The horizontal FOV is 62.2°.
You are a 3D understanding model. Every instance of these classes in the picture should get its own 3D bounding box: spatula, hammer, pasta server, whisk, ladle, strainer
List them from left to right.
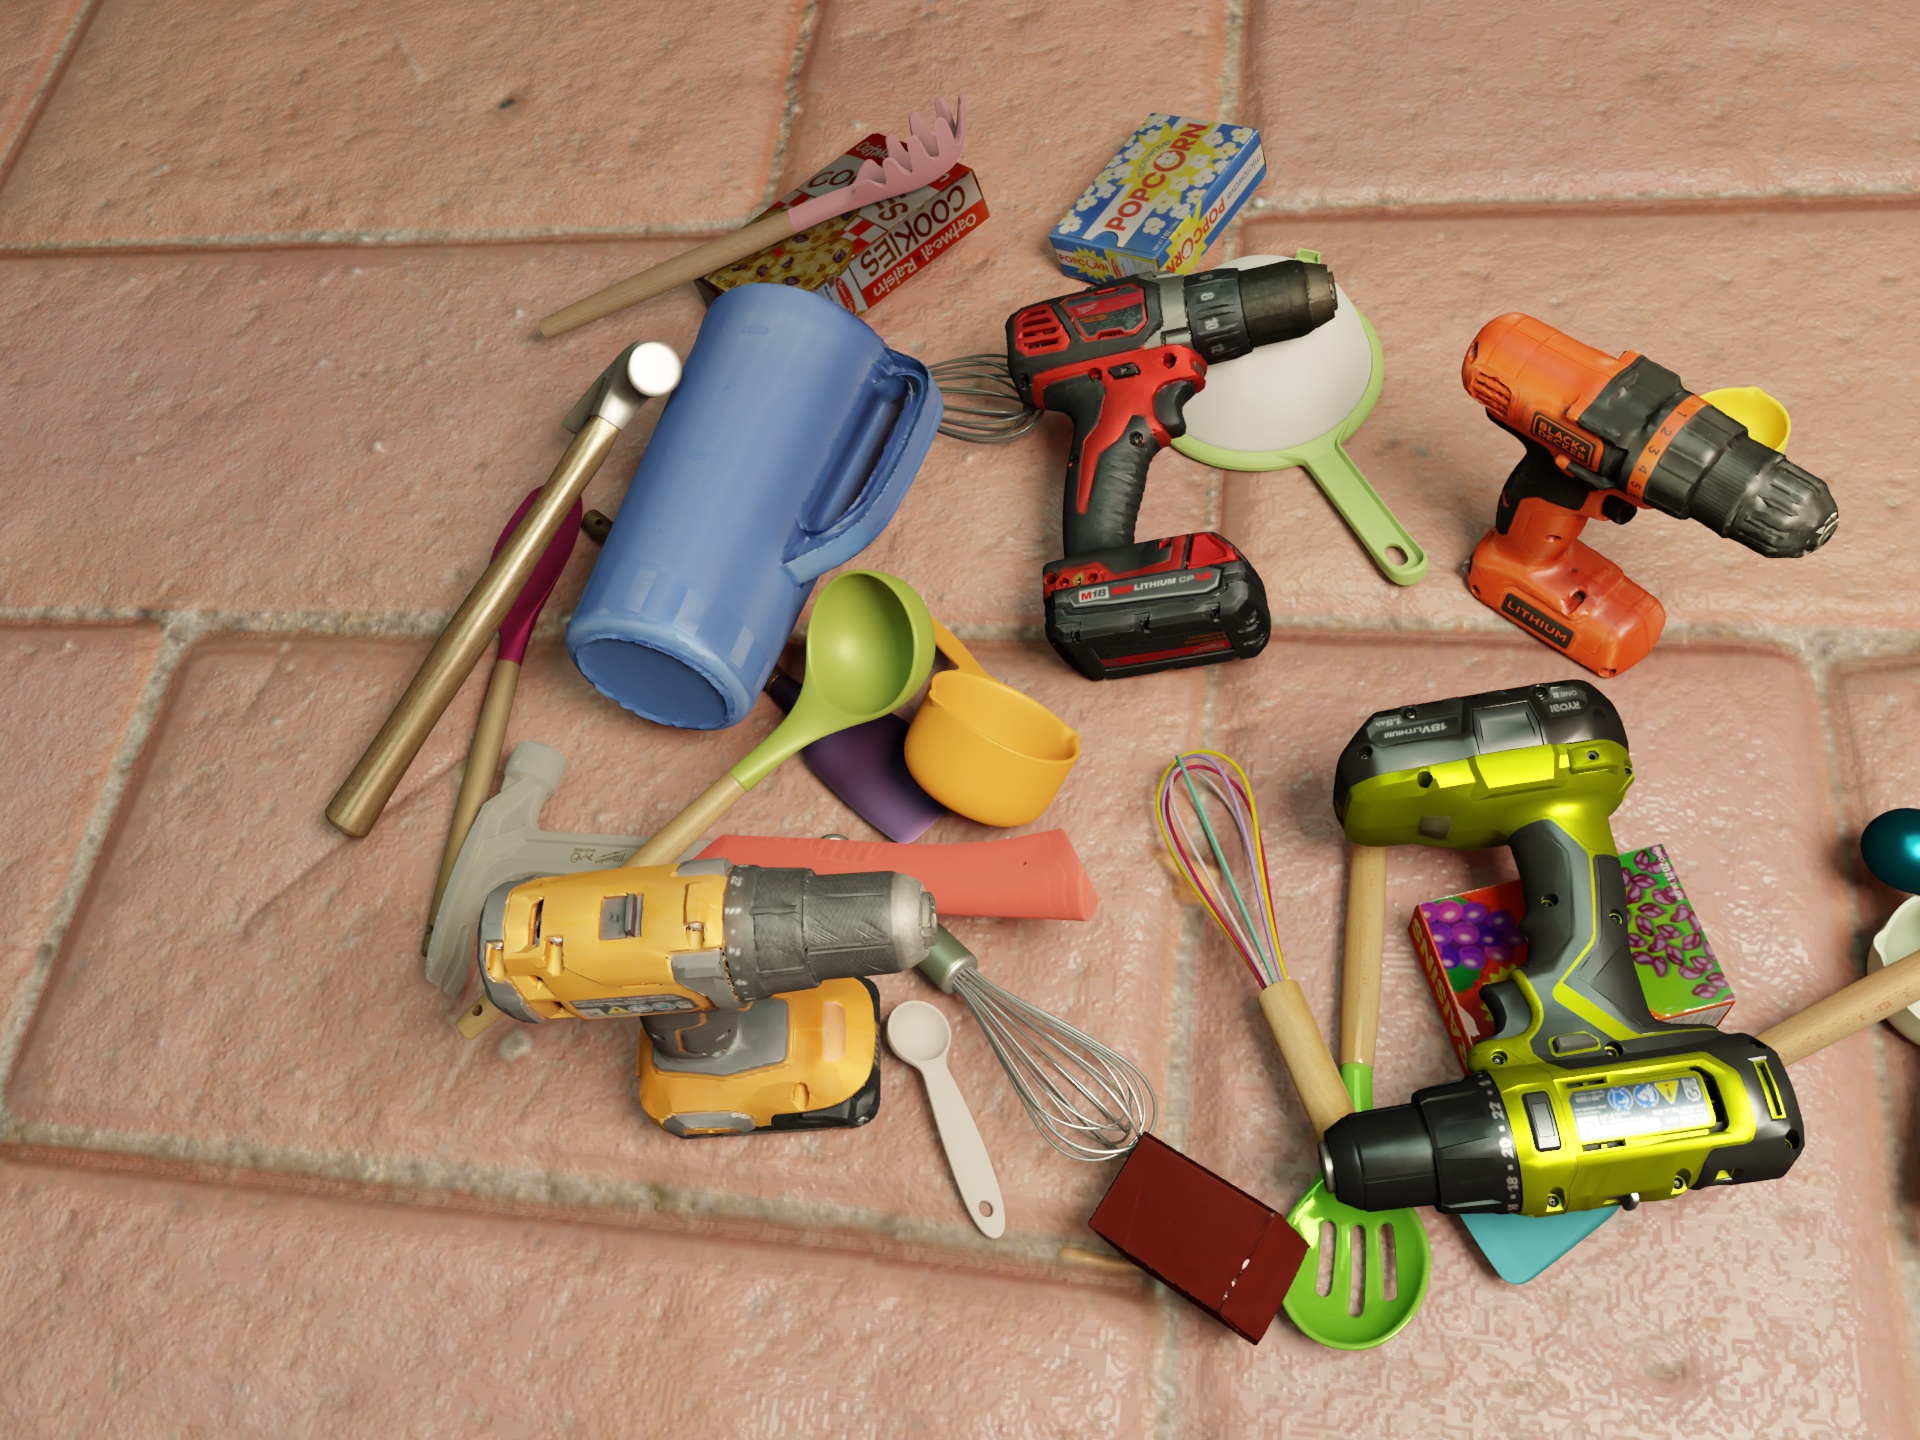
[{"bbox_3d":[-0.270,-0.079,0.932,0.331,0.031,0.130,-58,22,-3],"label":"hammer"},{"bbox_3d":[-0.138,0.045,0.811,0.320,0.062,0.078,-43,62,-7],"label":"ladle"},{"bbox_3d":[-0.136,-0.317,1.021,0.316,0.040,0.060,-19,33,13],"label":"pasta server"},{"bbox_3d":[-0.122,-0.038,0.938,0.316,0.018,0.060,39,70,25],"label":"spatula"},{"bbox_3d":[-0.107,0.086,0.829,0.359,0.036,0.149,2,59,21],"label":"hammer"},{"bbox_3d":[-0.058,-0.210,1.004,0.239,0.055,0.055,9,64,19],"label":"whisk"},{"bbox_3d":[0.005,0.134,0.807,0.058,0.059,0.247,-36,56,-23],"label":"whisk"},{"bbox_3d":[0.150,0.111,0.780,0.047,0.051,0.245,-15,54,-5],"label":"whisk"},{"bbox_3d":[0.200,-0.188,0.931,0.151,0.069,0.257,-25,59,-4],"label":"strainer"},{"bbox_3d":[0.366,0.146,0.712,0.317,0.044,0.082,-32,56,10],"label":"spatula"}]

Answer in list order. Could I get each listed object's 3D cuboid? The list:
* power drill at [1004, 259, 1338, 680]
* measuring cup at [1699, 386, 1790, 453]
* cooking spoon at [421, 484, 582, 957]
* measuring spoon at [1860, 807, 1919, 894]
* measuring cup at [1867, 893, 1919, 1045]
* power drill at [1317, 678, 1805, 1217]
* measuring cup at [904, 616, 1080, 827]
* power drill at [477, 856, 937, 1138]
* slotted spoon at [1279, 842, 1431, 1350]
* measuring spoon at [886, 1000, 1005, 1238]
[{"bbox_3d":[0.123,-0.149,0.883,0.188,0.080,0.227,-9,71,16],"label":"power drill"},{"bbox_3d":[0.395,-0.173,0.919,0.157,0.029,0.062,24,68,34],"label":"measuring cup"},{"bbox_3d":[-0.276,-0.010,0.950,0.069,0.017,0.319,-7,60,25],"label":"cooking spoon"},{"bbox_3d":[0.465,0.089,0.717,0.042,0.021,0.129,-31,60,-7],"label":"measuring spoon"},{"bbox_3d":[0.448,0.158,0.719,0.083,0.038,0.168,13,67,17],"label":"measuring cup"},{"bbox_3d":[0.241,0.107,0.715,0.190,0.080,0.229,-9,61,6],"label":"power drill"},{"bbox_3d":[-0.001,-0.003,0.878,0.052,0.095,0.174,-64,32,19],"label":"measuring cup"},{"bbox_3d":[-0.090,0.125,0.724,0.185,0.226,0.084,-6,61,7],"label":"power drill"},{"bbox_3d":[0.197,0.145,0.777,0.070,0.031,0.314,-4,58,25],"label":"slotted spoon"},{"bbox_3d":[-0.007,0.199,0.792,0.034,0.018,0.124,-8,62,-31],"label":"measuring spoon"}]
